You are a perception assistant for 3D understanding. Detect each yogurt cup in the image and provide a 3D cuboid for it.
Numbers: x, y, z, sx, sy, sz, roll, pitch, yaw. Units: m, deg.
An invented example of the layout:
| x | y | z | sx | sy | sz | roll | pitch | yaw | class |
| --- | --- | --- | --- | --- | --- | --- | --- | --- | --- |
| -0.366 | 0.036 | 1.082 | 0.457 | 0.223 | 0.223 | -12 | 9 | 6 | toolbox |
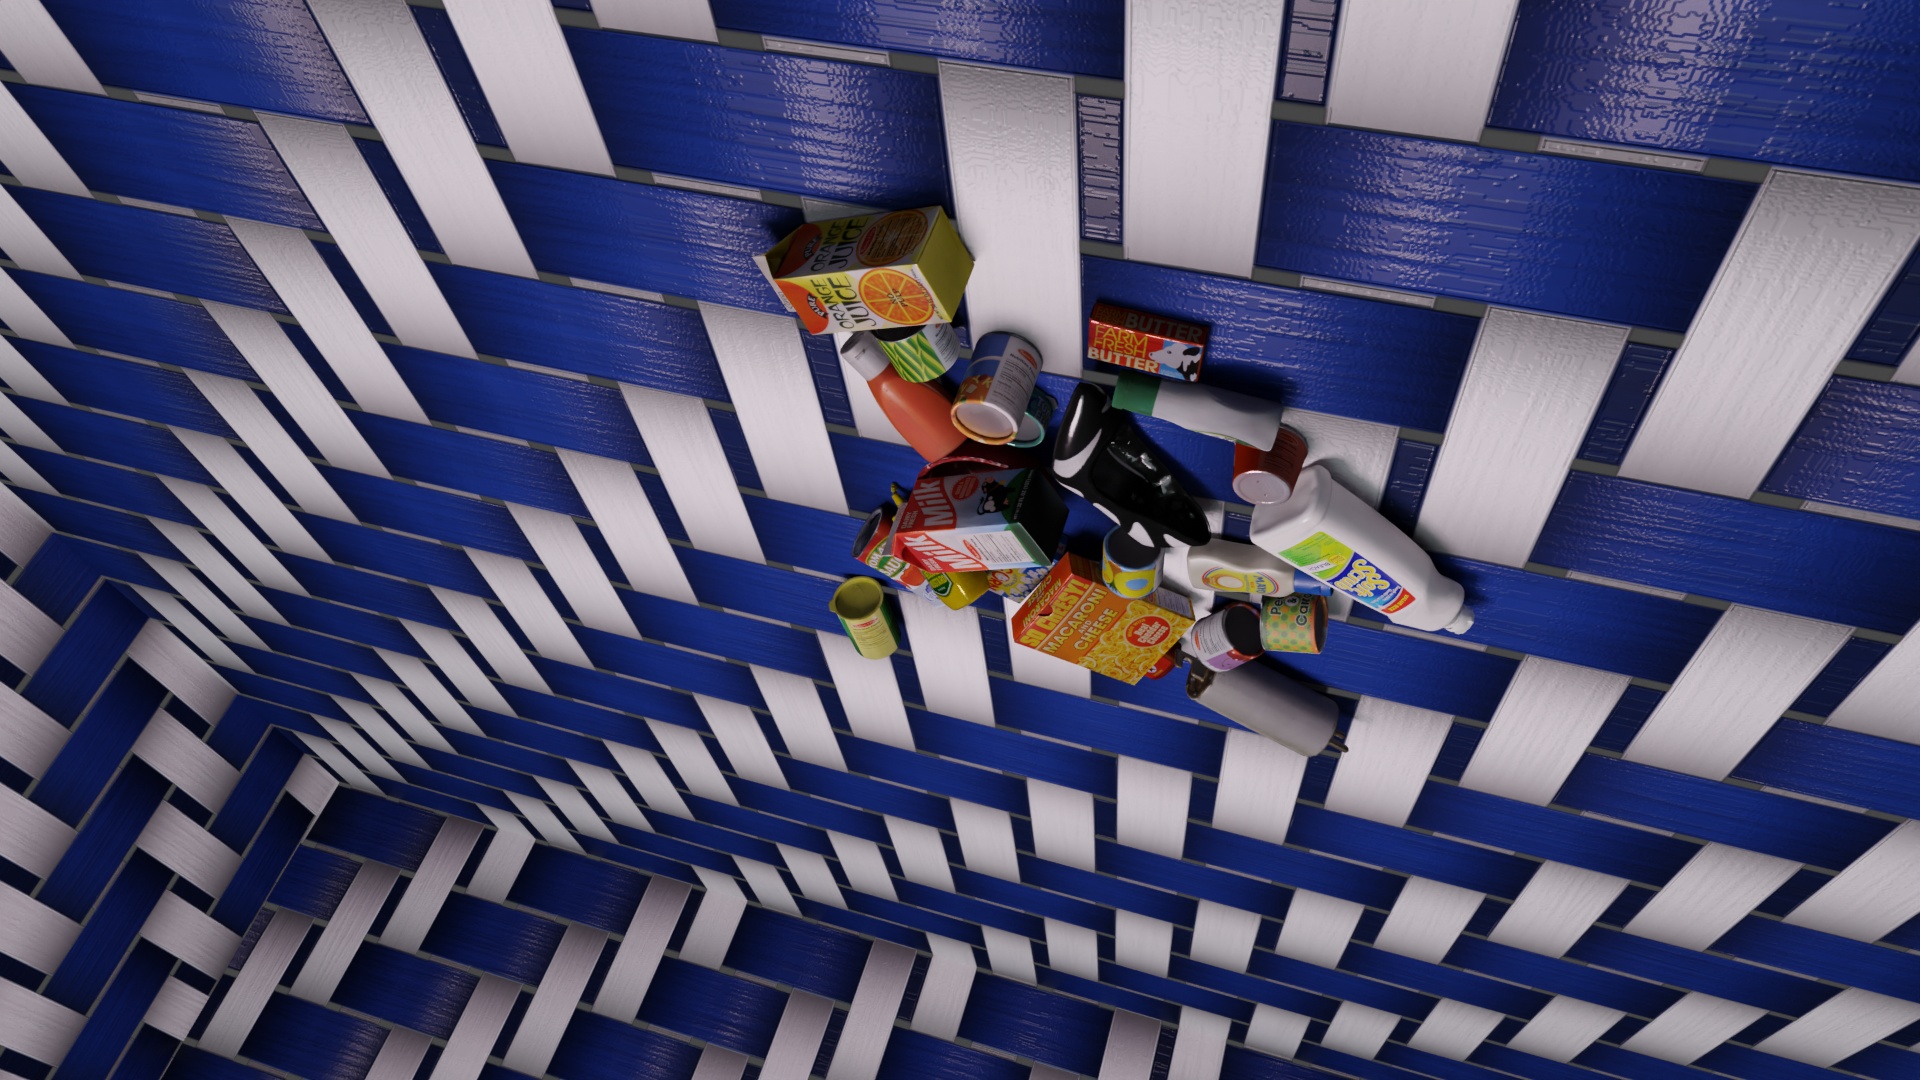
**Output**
| x | y | z | sx | sy | sz | roll | pitch | yaw | class |
| --- | --- | --- | --- | --- | --- | --- | --- | --- | --- |
| 0.284 | -0.069 | 1.288 | 0.072 | 0.054 | 0.072 | 14 | 149 | 9 | yogurt cup |

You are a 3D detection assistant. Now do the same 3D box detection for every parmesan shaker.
| x | y | z | sx | sy | sz | roll | pitch | yaw | class |
| --- | --- | --- | --- | --- | --- | --- | --- | --- | --- |
| -0.122 | 0.101 | 1.787 | 0.071 | 0.071 | 0.102 | 9 | 148 | 19 | parmesan shaker |

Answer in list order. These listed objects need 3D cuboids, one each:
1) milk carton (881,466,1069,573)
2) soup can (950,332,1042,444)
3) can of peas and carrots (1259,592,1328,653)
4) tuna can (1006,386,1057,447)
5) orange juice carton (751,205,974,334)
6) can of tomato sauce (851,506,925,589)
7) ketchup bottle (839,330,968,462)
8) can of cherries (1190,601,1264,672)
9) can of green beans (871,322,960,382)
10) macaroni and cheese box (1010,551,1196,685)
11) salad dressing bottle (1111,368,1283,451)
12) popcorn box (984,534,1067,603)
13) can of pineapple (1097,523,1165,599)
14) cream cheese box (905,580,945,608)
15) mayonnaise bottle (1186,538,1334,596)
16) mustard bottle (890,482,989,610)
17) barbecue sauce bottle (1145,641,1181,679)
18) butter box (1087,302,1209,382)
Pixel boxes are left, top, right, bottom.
| x | y | z | sx | sy | sz | roll | pitch | yaw | class |
| --- | --- | --- | --- | --- | --- | --- | --- | --- | --- |
| 0.005 | -0.018 | 1.406 | 0.190 | 0.073 | 0.073 | -5 | 141 | 34 | milk carton |
| 0.032 | -0.140 | 1.293 | 0.071 | 0.084 | 0.071 | 15 | 150 | 9 | soup can |
| 0.356 | 0.085 | 1.481 | 0.058 | 0.071 | 0.070 | 2 | 145 | 27 | can of peas and carrots |
| 0.058 | -0.123 | 1.356 | 0.071 | 0.033 | 0.070 | 15 | 150 | 9 | tuna can |
| -0.093 | -0.235 | 1.225 | 0.192 | 0.073 | 0.071 | 0 | 144 | 31 | orange juice carton |
| -0.075 | 0.011 | 1.612 | 0.083 | 0.071 | 0.071 | 30 | 148 | -17 | can of tomato sauce |
| -0.055 | -0.145 | 1.367 | 0.064 | 0.044 | 0.148 | -38 | 116 | 16 | ketchup bottle |
| 0.303 | 0.107 | 1.550 | 0.071 | 0.072 | 0.058 | 29 | 147 | -15 | can of cherries |
| -0.041 | -0.188 | 1.277 | 0.071 | 0.071 | 0.057 | 1 | 145 | 29 | can of green beans |
| 0.159 | 0.090 | 1.557 | 0.166 | 0.040 | 0.123 | 20 | 128 | -22 | macaroni and cheese box |
| 0.211 | -0.119 | 1.243 | 0.148 | 0.064 | 0.044 | 15 | 106 | 7 | salad dressing bottle |
| 0.058 | 0.018 | 1.578 | 0.085 | 0.038 | 0.126 | 26 | 150 | -7 | popcorn box |
| 0.182 | 0.020 | 1.478 | 0.071 | 0.071 | 0.057 | 13 | 148 | 13 | can of pineapple |
| -0.015 | 0.050 | 1.685 | 0.053 | 0.024 | 0.103 | 36 | 146 | -25 | cream cheese box |
| 0.313 | 0.031 | 1.444 | 0.148 | 0.041 | 0.064 | 7 | 145 | 23 | mayonnaise bottle |
| -0.033 | 0.003 | 1.564 | 0.160 | 0.049 | 0.065 | 53 | 148 | -3 | mustard bottle |
| 0.185 | 0.112 | 1.647 | 0.148 | 0.044 | 0.064 | 28 | 143 | -12 | barbecue sauce bottle |
| 0.163 | -0.174 | 1.220 | 0.103 | 0.024 | 0.053 | 15 | 150 | 9 | butter box |
